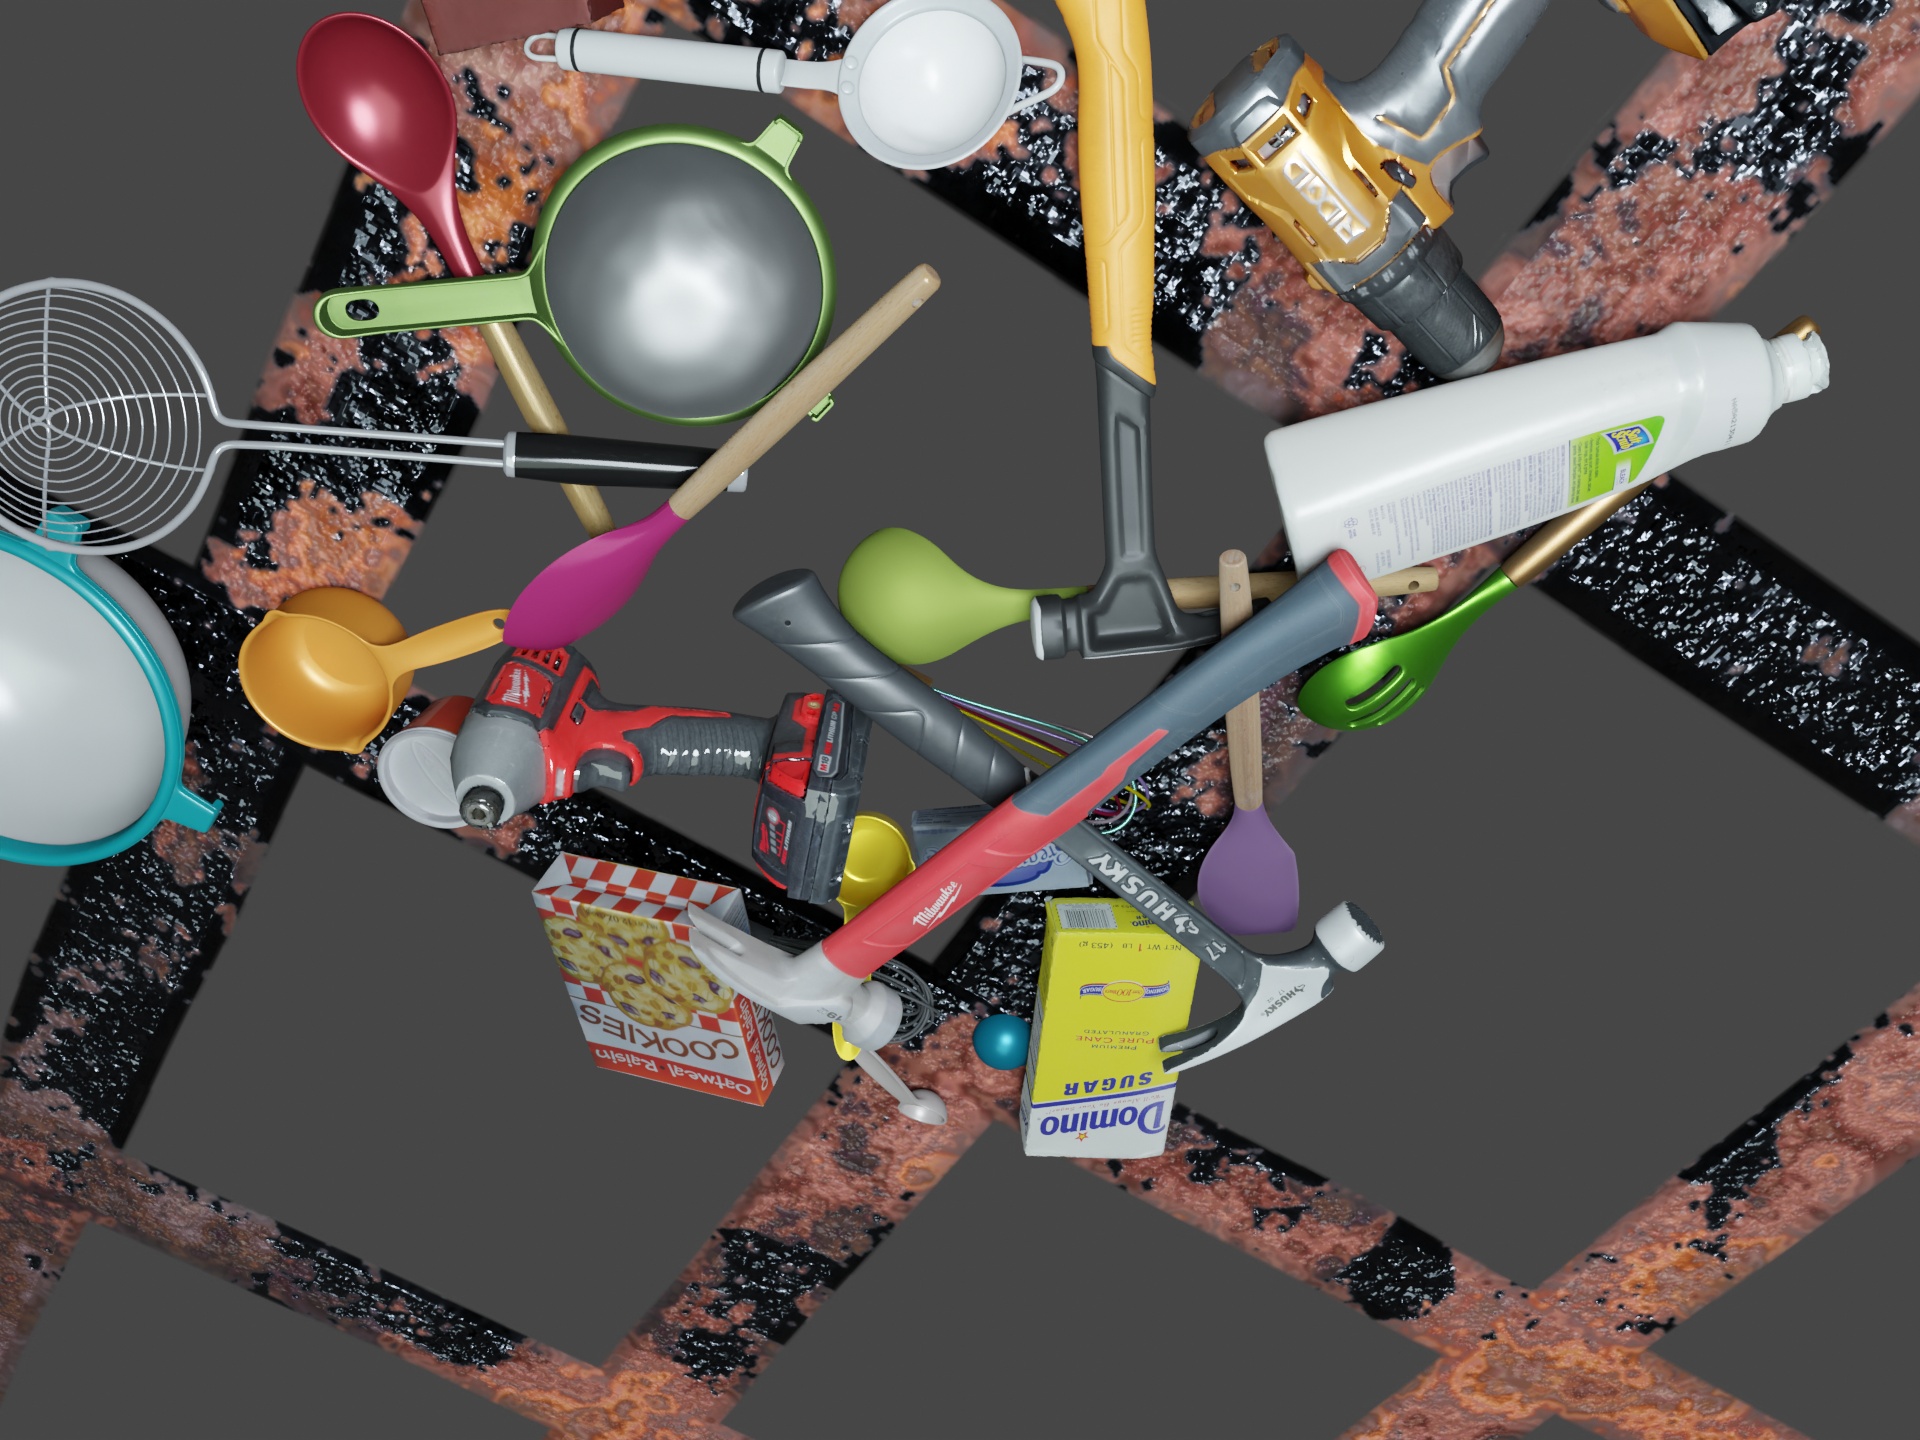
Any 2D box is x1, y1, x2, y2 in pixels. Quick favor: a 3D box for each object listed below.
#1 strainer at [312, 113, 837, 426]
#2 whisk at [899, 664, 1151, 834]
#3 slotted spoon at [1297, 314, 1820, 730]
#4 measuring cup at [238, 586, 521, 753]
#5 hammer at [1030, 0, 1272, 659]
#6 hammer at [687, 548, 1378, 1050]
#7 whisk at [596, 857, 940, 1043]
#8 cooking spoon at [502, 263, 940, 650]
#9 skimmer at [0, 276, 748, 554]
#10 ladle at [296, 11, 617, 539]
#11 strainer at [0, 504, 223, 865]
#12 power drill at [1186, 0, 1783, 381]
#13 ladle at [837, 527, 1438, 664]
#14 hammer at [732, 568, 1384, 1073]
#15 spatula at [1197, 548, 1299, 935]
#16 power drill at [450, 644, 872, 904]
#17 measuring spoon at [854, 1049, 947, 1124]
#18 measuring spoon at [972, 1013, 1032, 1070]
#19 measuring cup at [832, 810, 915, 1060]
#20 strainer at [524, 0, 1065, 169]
[{"bbox_3d":[-0.187,-0.199,0.765,0.256,0.069,0.151,-6,122,-2],"label":"strainer"},{"bbox_3d":[-0.002,-0.002,0.902,0.245,0.047,0.051,27,107,-5],"label":"whisk"},{"bbox_3d":[0.304,-0.092,0.823,0.070,0.031,0.313,26,120,-40],"label":"slotted spoon"},{"bbox_3d":[-0.319,-0.044,0.900,0.173,0.052,0.095,-16,118,12],"label":"measuring cup"},{"bbox_3d":[0.085,-0.193,0.760,0.127,0.034,0.336,-6,112,-1],"label":"hammer"},{"bbox_3d":[0.036,0.036,0.800,0.386,0.038,0.143,-39,128,21],"label":"hammer"},{"bbox_3d":[-0.123,0.140,0.996,0.239,0.055,0.055,25,120,-3],"label":"whisk"},{"bbox_3d":[-0.126,-0.123,0.807,0.319,0.068,0.017,-37,66,27],"label":"cooking spoon"},{"bbox_3d":[-0.284,-0.136,0.776,0.363,0.090,0.127,2,93,-13],"label":"skimmer"},{"bbox_3d":[-0.237,-0.201,0.814,0.069,0.031,0.315,-17,119,10],"label":"ladle"},{"bbox_3d":[-0.585,-0.021,0.915,0.340,0.095,0.210,-7,117,12],"label":"strainer"},{"bbox_3d":[0.241,-0.271,0.698,0.185,0.084,0.226,41,120,-20],"label":"power drill"},{"bbox_3d":[0.093,-0.072,0.856,0.320,0.062,0.078,-3,122,0],"label":"ladle"},{"bbox_3d":[0.044,0.054,0.870,0.408,0.036,0.149,38,112,-20],"label":"hammer"},{"bbox_3d":[0.154,0.028,0.869,0.060,0.018,0.315,-4,137,9],"label":"spatula"},{"bbox_3d":[-0.164,0.026,0.874,0.219,0.143,0.078,11,122,-4],"label":"power drill"},{"bbox_3d":[-0.043,0.230,1.035,0.034,0.018,0.124,-2,142,31],"label":"measuring spoon"},{"bbox_3d":[0.064,0.236,1.043,0.128,0.021,0.042,33,118,-12],"label":"measuring spoon"},{"bbox_3d":[-0.062,0.129,0.965,0.062,0.029,0.156,6,103,2],"label":"measuring cup"},{"bbox_3d":[-0.078,-0.299,0.733,0.258,0.050,0.087,9,85,7],"label":"strainer"}]
